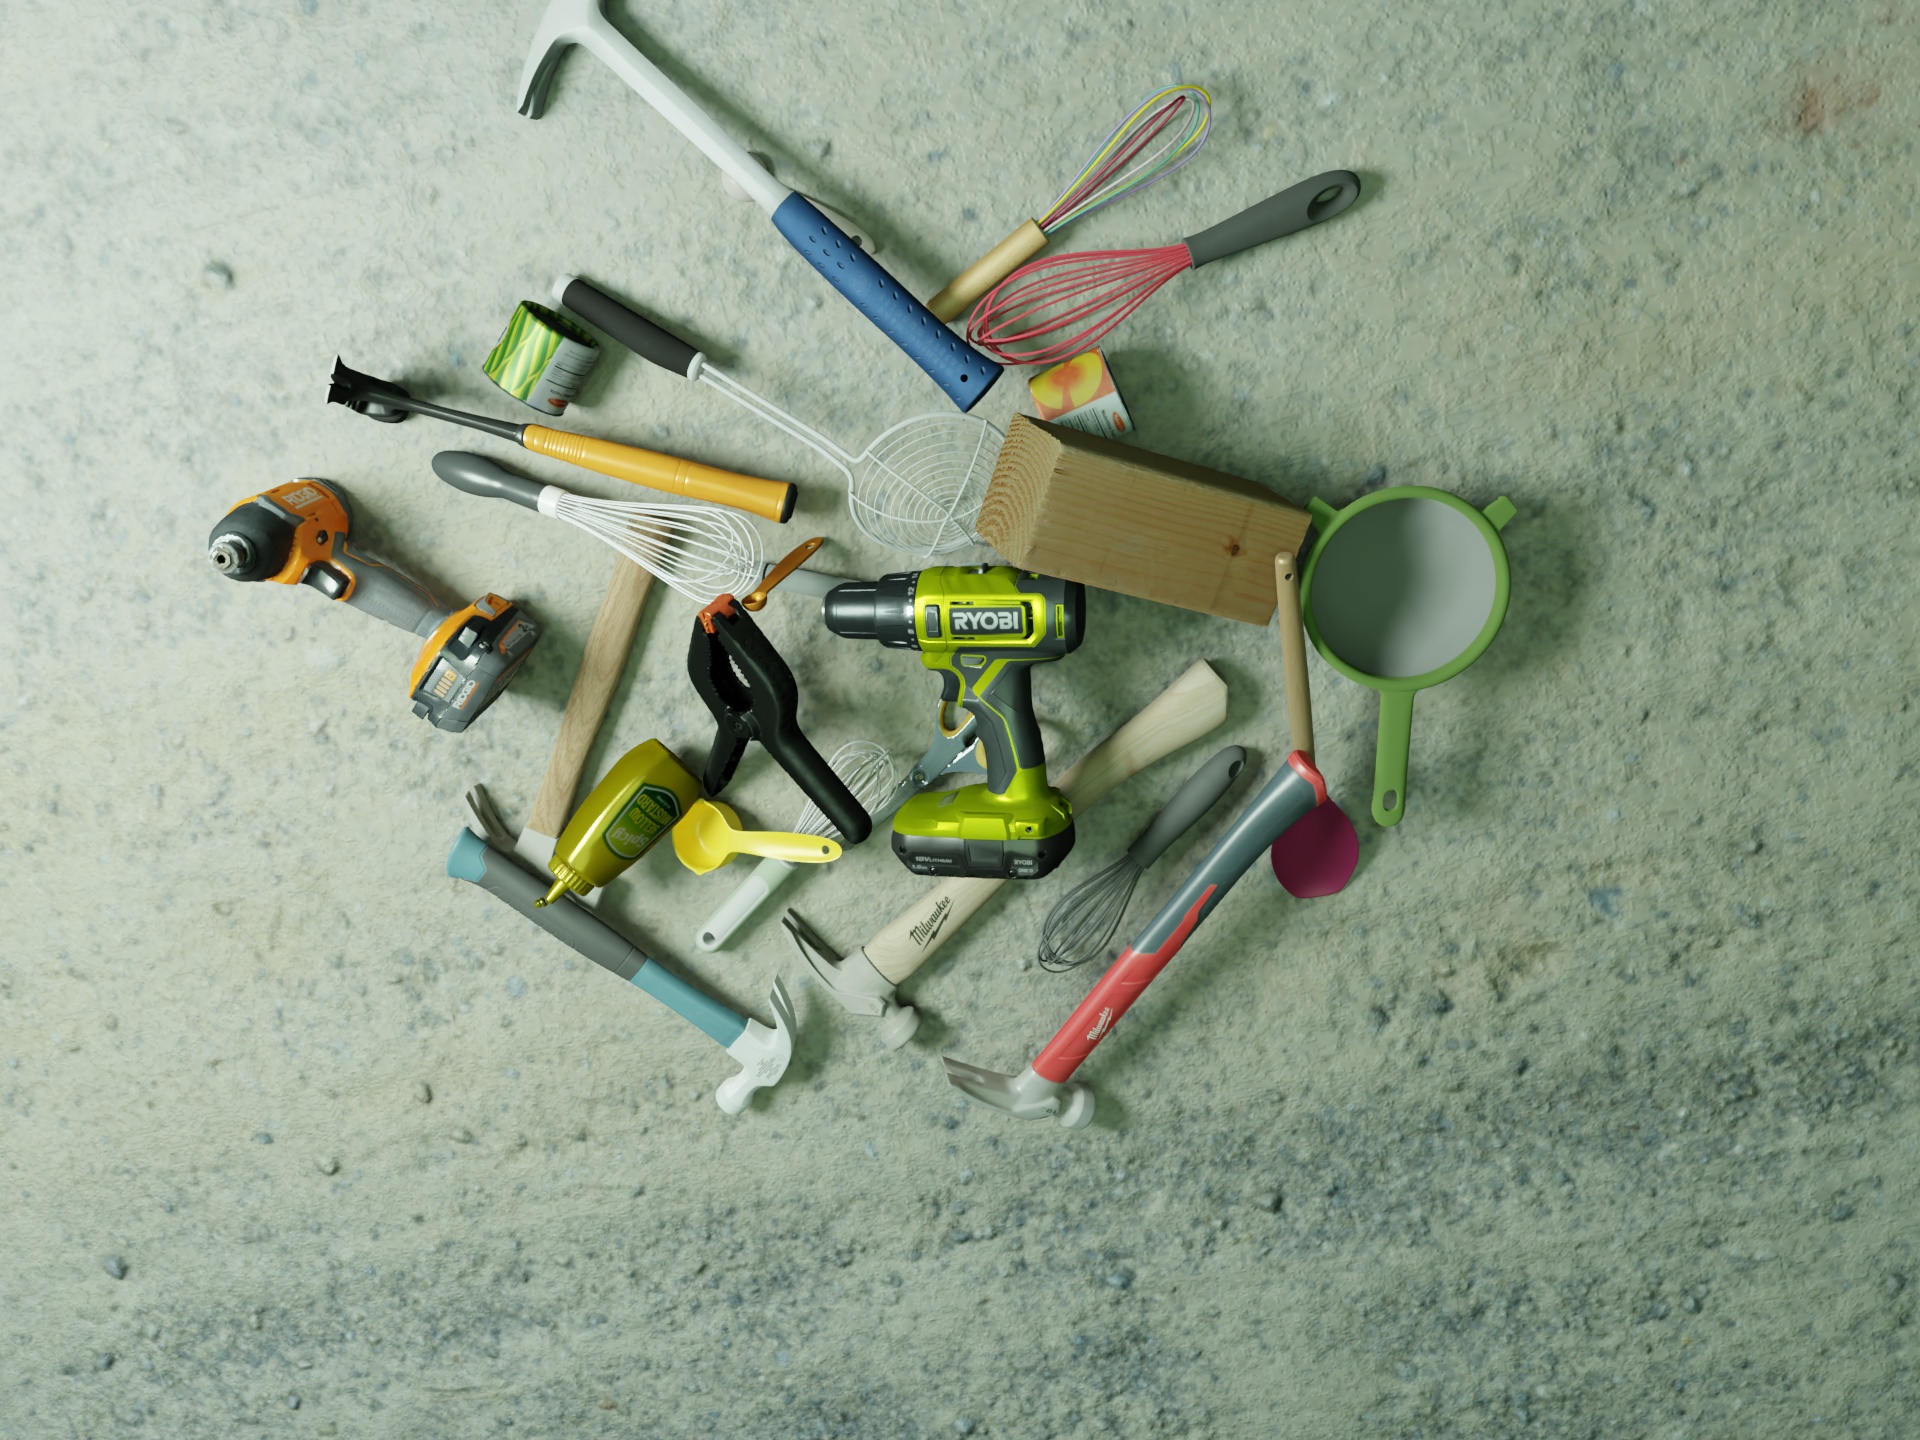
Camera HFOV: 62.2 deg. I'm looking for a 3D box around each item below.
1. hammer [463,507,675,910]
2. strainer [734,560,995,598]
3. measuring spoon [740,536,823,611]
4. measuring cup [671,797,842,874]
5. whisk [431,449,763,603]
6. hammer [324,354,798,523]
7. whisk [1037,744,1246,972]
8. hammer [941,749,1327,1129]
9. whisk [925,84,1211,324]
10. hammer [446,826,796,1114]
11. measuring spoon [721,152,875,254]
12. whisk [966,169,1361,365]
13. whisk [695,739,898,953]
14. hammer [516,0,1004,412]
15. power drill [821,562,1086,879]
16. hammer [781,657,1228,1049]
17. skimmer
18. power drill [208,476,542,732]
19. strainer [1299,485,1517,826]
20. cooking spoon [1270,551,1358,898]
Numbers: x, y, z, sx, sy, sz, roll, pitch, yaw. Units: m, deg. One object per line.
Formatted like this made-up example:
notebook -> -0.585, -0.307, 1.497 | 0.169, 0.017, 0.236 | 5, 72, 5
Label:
hammer -> -0.298, -0.013, 1.261 | 0.130, 0.031, 0.331 | 22, 107, -3
strainer -> -0.050, -0.094, 1.214 | 0.258, 0.050, 0.086 | 11, 114, 7
measuring spoon -> -0.129, -0.108, 1.179 | 0.021, 0.117, 0.011 | -1, 120, 25
measuring cup -> -0.157, 0.095, 1.258 | 0.156, 0.029, 0.062 | 4, 94, 25
whisk -> -0.274, -0.152, 1.182 | 0.285, 0.070, 0.070 | 19, 108, 15
hammer -> -0.285, -0.201, 1.162 | 0.337, 0.127, 0.034 | 14, 93, -4
whisk -> 0.144, 0.111, 1.261 | 0.055, 0.055, 0.239 | 40, 101, -8
hammer -> 0.141, 0.170, 1.234 | 0.143, 0.038, 0.386 | 23, 115, -28
whisk -> 0.072, -0.364, 1.122 | 0.245, 0.047, 0.051 | -35, 84, 17
hammer -> -0.275, 0.195, 1.296 | 0.331, 0.033, 0.128 | 37, 115, -13
measuring spoon -> -0.117, -0.369, 1.145 | 0.124, 0.018, 0.034 | 29, 107, -4
whisk -> 0.142, -0.322, 1.122 | 0.296, 0.073, 0.073 | -22, 104, 4
whisk -> -0.135, 0.106, 1.278 | 0.058, 0.059, 0.246 | 45, 110, 3
hammer -> -0.136, -0.364, 1.115 | 0.405, 0.035, 0.144 | 43, 106, -1
power drill -> -0.002, -0.004, 1.176 | 0.190, 0.080, 0.228 | 1, 109, 13
hammer -> 0.042, 0.089, 1.265 | 0.410, 0.038, 0.146 | -42, 98, 14
skimmer -> -0.130, -0.239, 1.179 | 0.363, 0.090, 0.127 | 32, 128, 5
power drill -> -0.440, -0.089, 1.180 | 0.226, 0.164, 0.084 | 35, 106, -9
strainer -> 0.321, -0.051, 1.184 | 0.151, 0.069, 0.256 | 0, 107, 1
cooking spoon -> 0.257, 0.013, 1.191 | 0.069, 0.017, 0.318 | -10, 125, 6
